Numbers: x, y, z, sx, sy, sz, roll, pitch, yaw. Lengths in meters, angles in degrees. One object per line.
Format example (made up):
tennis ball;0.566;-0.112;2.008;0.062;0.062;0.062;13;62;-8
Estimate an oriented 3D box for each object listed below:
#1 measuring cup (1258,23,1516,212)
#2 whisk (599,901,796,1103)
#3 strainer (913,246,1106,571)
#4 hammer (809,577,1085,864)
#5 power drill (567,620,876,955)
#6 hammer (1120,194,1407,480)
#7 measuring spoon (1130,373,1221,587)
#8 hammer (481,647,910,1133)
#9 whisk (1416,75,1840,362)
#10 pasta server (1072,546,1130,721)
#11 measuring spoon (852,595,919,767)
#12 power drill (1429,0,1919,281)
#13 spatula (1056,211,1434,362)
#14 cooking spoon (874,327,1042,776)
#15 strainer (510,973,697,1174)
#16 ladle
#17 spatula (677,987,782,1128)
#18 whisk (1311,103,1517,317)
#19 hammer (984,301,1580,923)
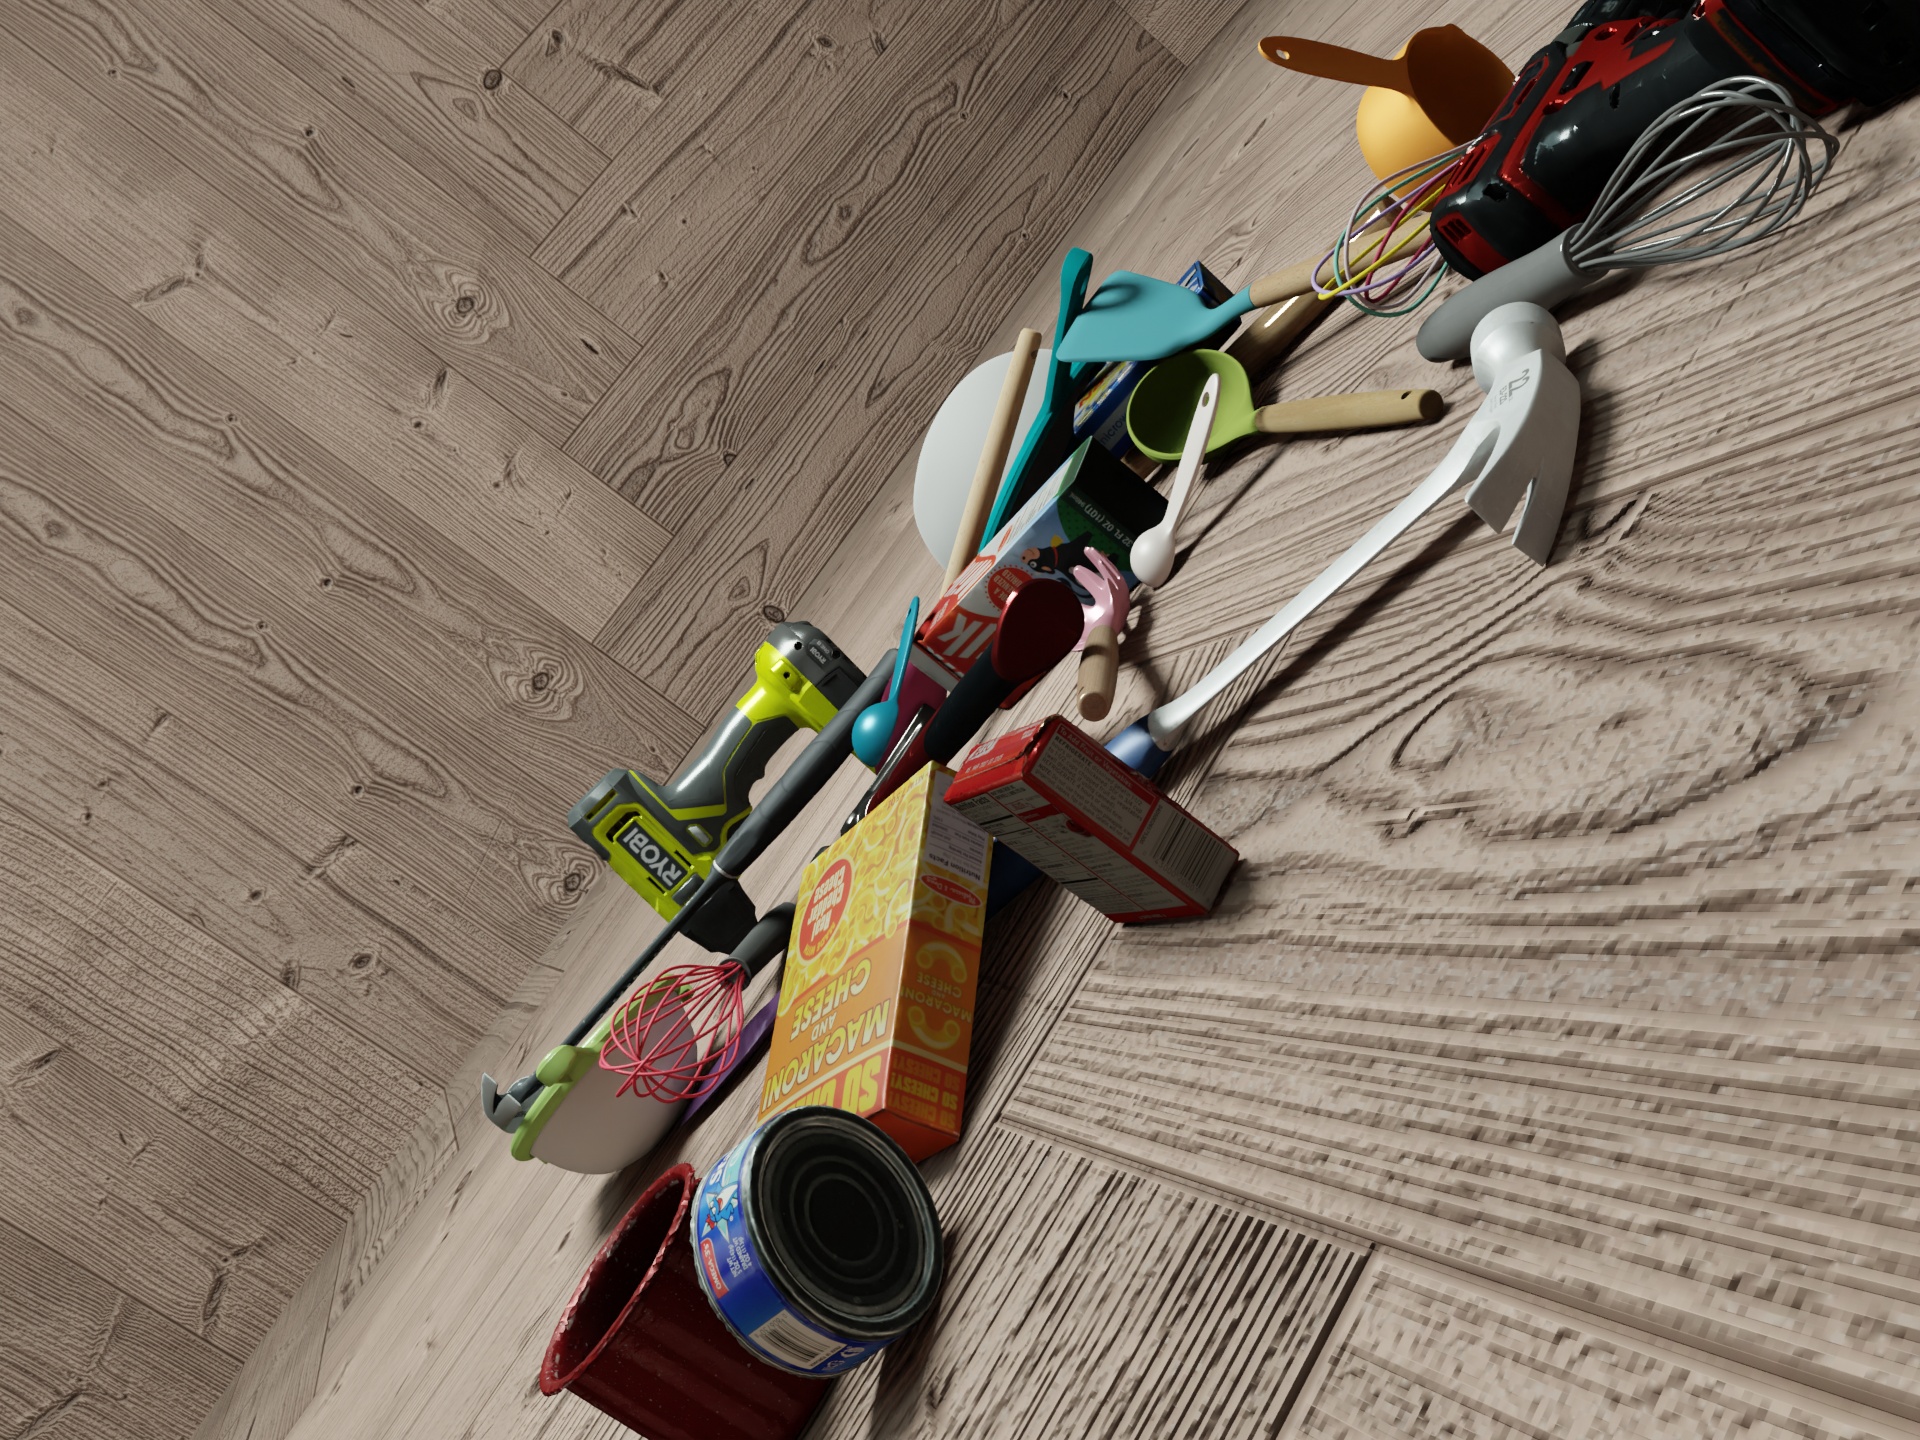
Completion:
measuring cup;0.212;-0.310;0.812;0.052;0.173;0.095;138;129;-58
whisk;-0.145;0.163;0.982;0.073;0.073;0.296;-50;-1;14
strainer;0.029;-0.226;1.143;0.211;0.095;0.340;-59;-10;-26
hammer;-0.001;-0.003;0.884;0.143;0.038;0.386;-56;3;-23
power drill;-0.145;0.052;1.148;0.223;0.171;0.080;-45;10;-6
hammer;0.160;-0.211;1.033;0.331;0.031;0.130;-43;15;37
measuring spoon;0.117;-0.132;0.874;0.034;0.018;0.124;-118;40;-58
hammer;-0.169;0.109;1.057;0.409;0.036;0.149;-49;-6;-10
whisk;0.235;-0.177;0.605;0.055;0.055;0.239;-55;7;-10
pasta server;0.062;-0.040;0.782;0.060;0.040;0.316;-61;0;13
measuring spoon;-0.047;-0.030;0.999;0.042;0.021;0.129;130;156;-54
power drill;0.291;-0.276;0.613;0.188;0.080;0.227;-55;9;-11
spatula;0.178;-0.252;0.892;0.317;0.044;0.082;-4;48;56
cooking spoon;0.000;-0.103;1.057;0.068;0.017;0.318;-4;-63;-50
strainer;-0.210;0.230;0.979;0.151;0.069;0.256;-49;-5;-13
ladle;0.163;-0.168;0.835;0.078;0.062;0.320;-47;14;-1
spatula;-0.079;0.139;0.957;0.316;0.018;0.060;-49;8;23
whisk;0.250;-0.265;0.745;0.245;0.051;0.047;-43;-16;-21
hammer;0.090;0.001;0.663;0.405;0.035;0.144;-45;14;34
